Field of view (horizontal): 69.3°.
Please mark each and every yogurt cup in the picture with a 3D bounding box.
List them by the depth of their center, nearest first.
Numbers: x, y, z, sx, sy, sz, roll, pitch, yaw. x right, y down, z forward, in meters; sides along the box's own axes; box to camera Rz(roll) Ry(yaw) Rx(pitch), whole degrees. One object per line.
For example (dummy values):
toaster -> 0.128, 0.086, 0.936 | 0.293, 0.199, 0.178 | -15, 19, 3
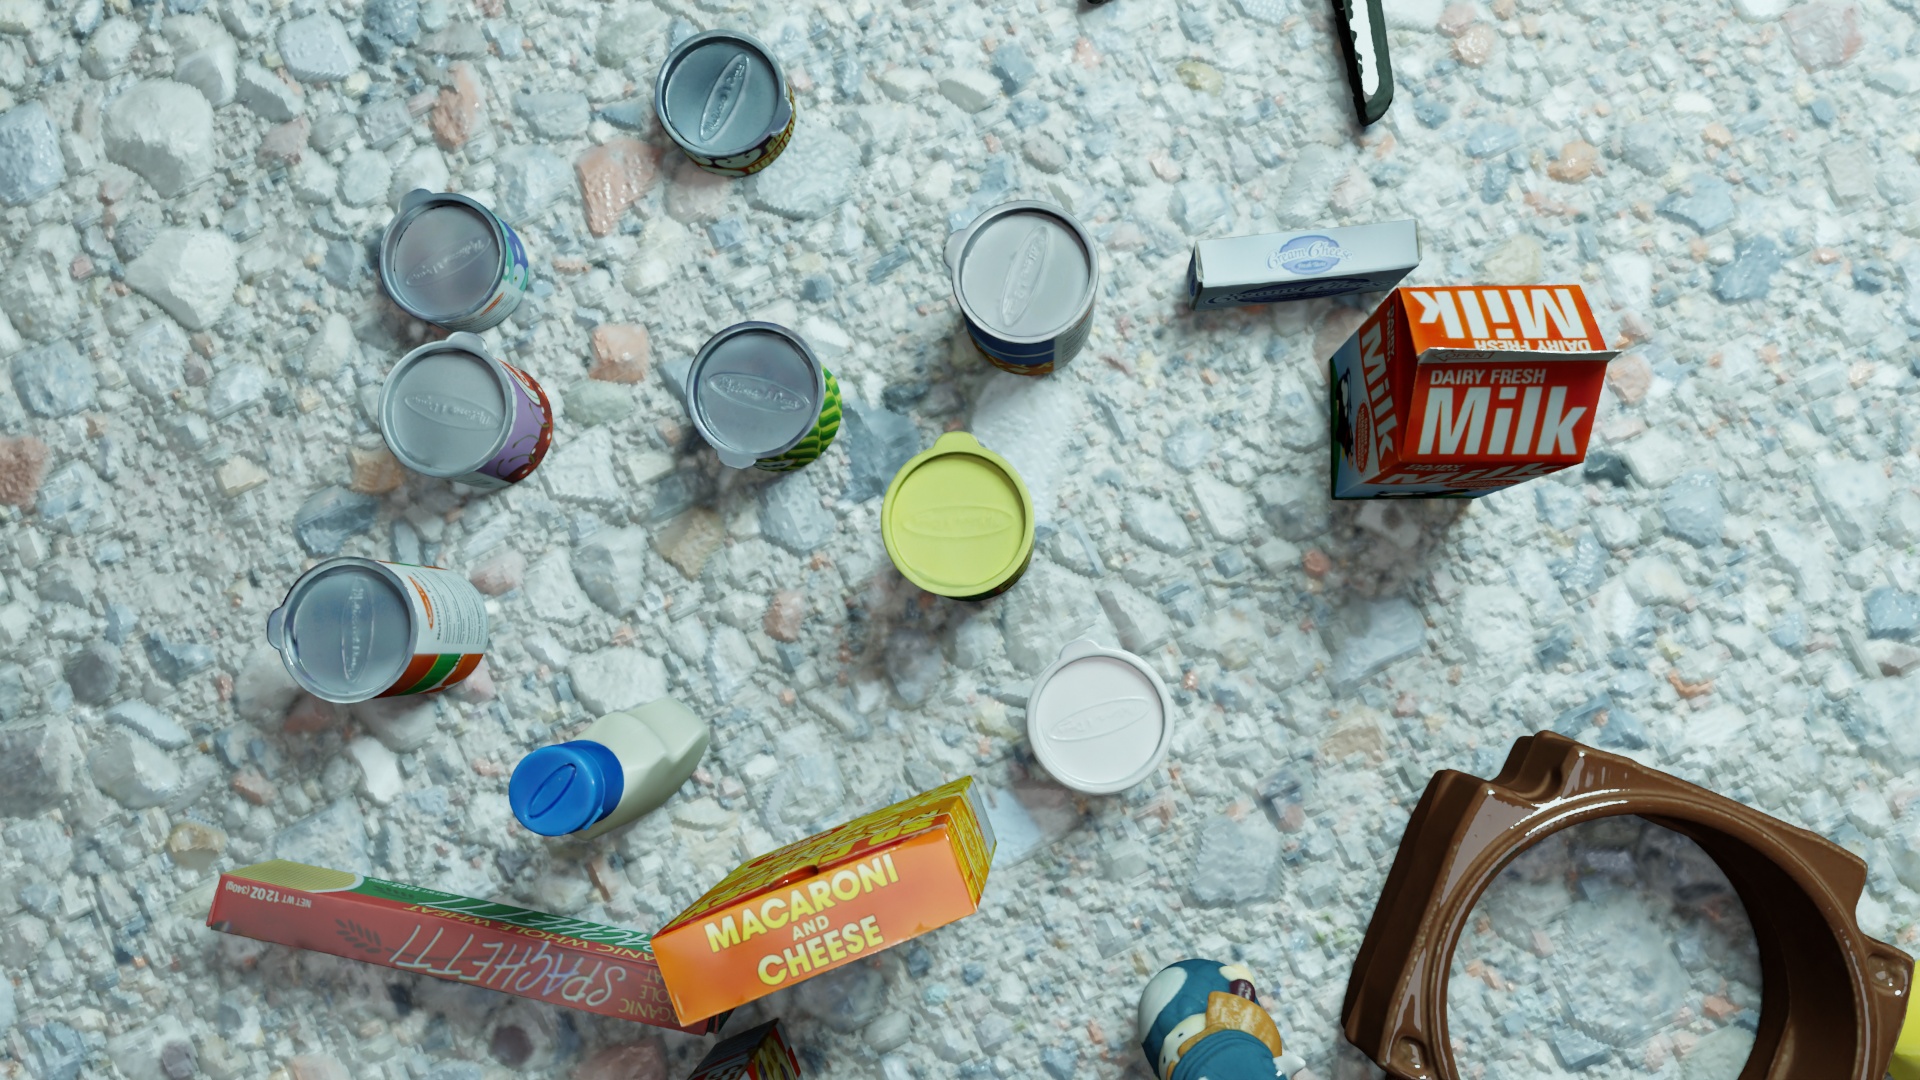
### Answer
yogurt cup -> 0.065, 0.084, 0.658 | 0.072, 0.054, 0.072 | 0, 86, 4

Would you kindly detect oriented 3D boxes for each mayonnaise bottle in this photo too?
mayonnaise bottle -> -0.157, 0.104, 0.623 | 0.041, 0.148, 0.065 | 41, 90, 5

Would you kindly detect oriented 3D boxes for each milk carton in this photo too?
milk carton -> 0.210, -0.061, 0.591 | 0.072, 0.190, 0.073 | 0, 86, 4

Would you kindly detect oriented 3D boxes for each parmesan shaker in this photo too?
parmesan shaker -> 0.002, -0.008, 0.644 | 0.071, 0.103, 0.071 | 0, 86, 4

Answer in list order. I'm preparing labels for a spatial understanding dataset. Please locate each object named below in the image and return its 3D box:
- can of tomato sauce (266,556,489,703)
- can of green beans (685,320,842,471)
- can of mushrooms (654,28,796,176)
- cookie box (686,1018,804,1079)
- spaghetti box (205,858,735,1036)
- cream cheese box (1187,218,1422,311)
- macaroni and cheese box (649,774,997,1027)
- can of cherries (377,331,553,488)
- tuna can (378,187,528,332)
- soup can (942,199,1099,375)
can of tomato sauce -> -0.276, 0.043, 0.669 | 0.071, 0.083, 0.071 | 0, 86, 4
can of green beans -> -0.094, -0.069, 0.678 | 0.071, 0.058, 0.071 | 0, 86, 4
can of mushrooms -> -0.116, -0.220, 0.704 | 0.071, 0.033, 0.071 | 0, 86, 4
cookie box -> -0.086, 0.291, 0.594 | 0.040, 0.167, 0.123 | -24, 85, 2
spaghetti box -> -0.230, 0.194, 0.670 | 0.250, 0.050, 0.028 | 10, 87, 4
cream cheese box -> 0.163, -0.132, 0.669 | 0.104, 0.053, 0.024 | -5, 86, 3
macaroni and cheese box -> -0.051, 0.149, 0.604 | 0.124, 0.166, 0.040 | -22, 85, 2
can of cherries -> -0.241, -0.063, 0.687 | 0.071, 0.058, 0.071 | 0, 86, 4
tuna can -> -0.258, -0.142, 0.707 | 0.071, 0.033, 0.071 | 0, 86, 4
soup can -> 0.029, -0.119, 0.661 | 0.071, 0.083, 0.071 | 0, 86, 4
